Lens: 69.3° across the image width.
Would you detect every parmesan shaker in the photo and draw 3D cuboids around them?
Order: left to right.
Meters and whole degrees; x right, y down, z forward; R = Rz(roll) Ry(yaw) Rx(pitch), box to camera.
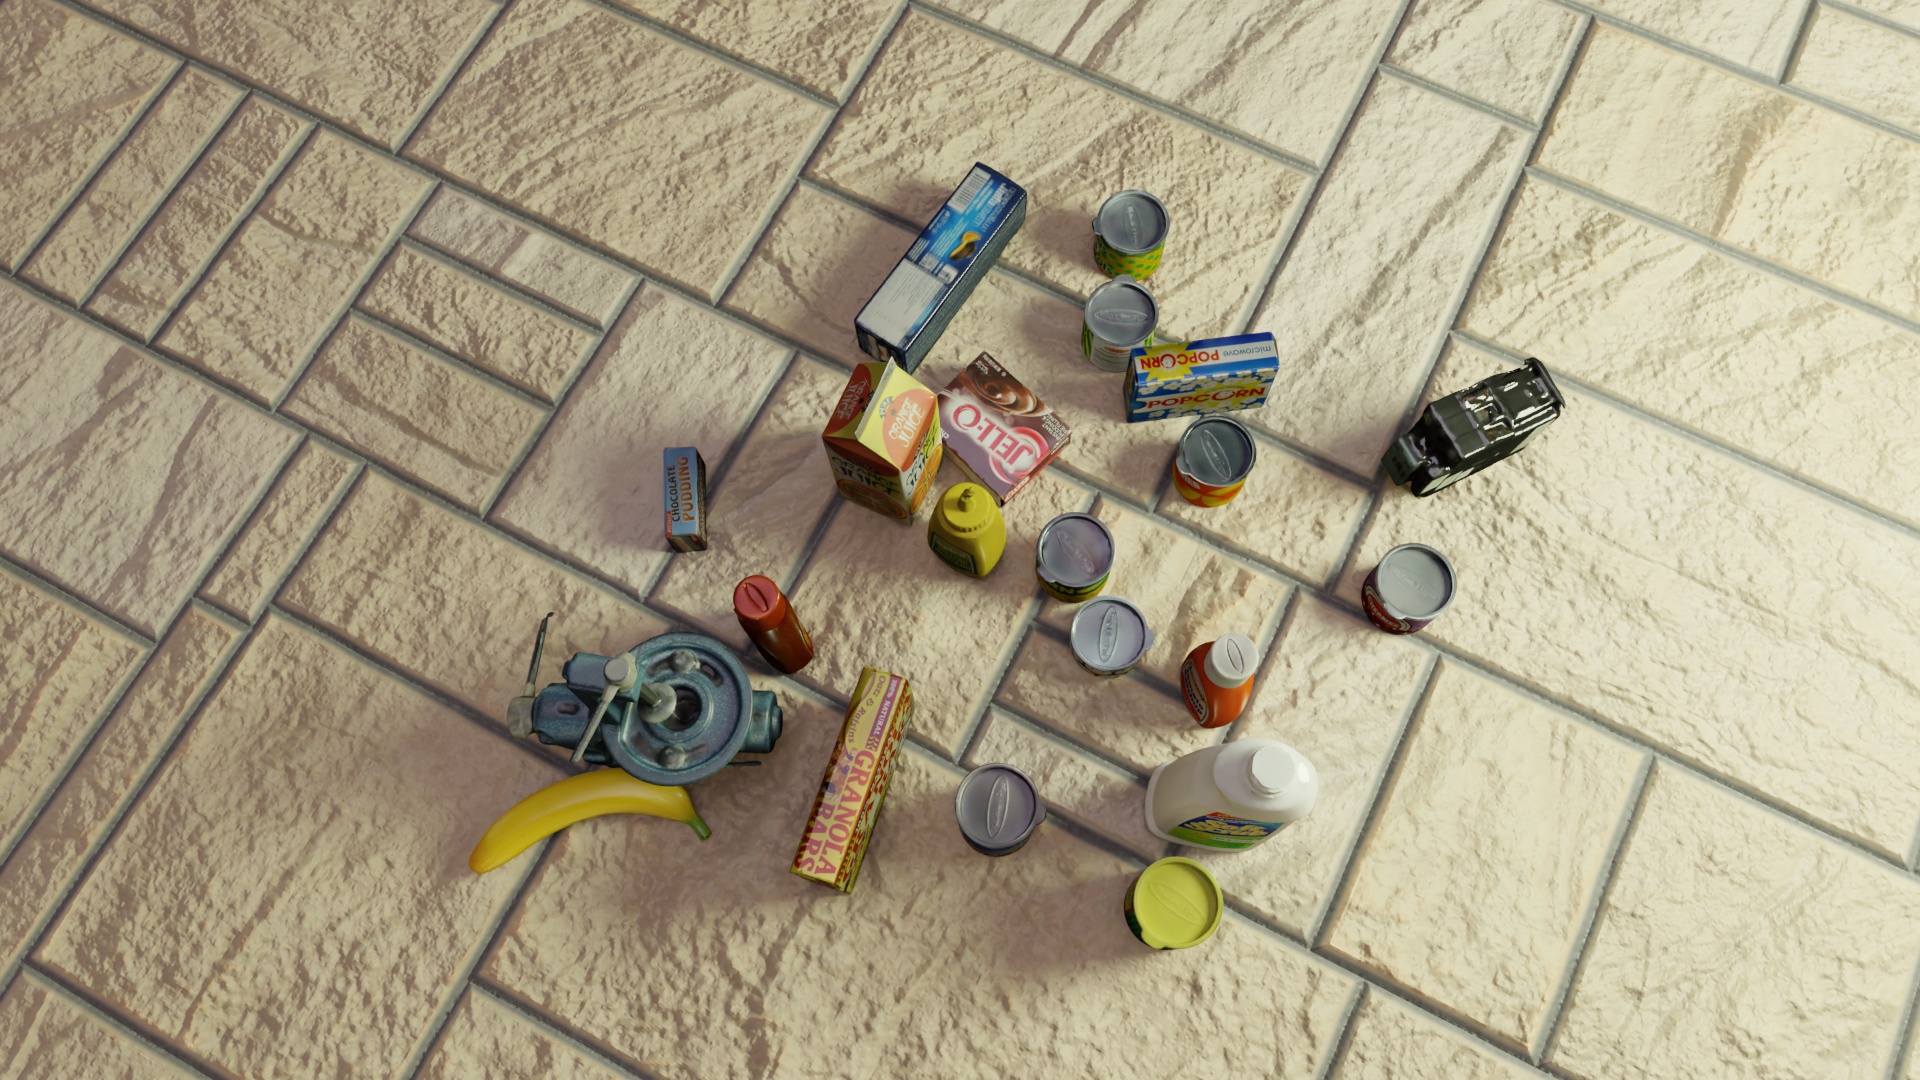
[{"bbox_3d":[0.161,0.285,1.077,0.071,0.102,0.071,0,72,1],"label":"parmesan shaker"}]

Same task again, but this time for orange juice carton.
[{"bbox_3d":[-0.064,-0.083,1.155,0.073,0.192,0.072,23,75,8],"label":"orange juice carton"}]

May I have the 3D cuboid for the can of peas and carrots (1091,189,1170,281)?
[{"bbox_3d":[0.155,-0.280,1.284,0.071,0.058,0.071,0,72,1],"label":"can of peas and carrots"}]

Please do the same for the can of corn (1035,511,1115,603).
[{"bbox_3d":[0.095,0.017,1.189,0.071,0.058,0.071,0,72,1],"label":"can of corn"}]

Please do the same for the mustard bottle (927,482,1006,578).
[{"bbox_3d":[0.004,-0.014,1.148,0.065,0.159,0.049,30,76,10],"label":"mustard bottle"}]

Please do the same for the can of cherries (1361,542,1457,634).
[{"bbox_3d":[0.376,0.043,1.174,0.071,0.058,0.071,0,72,1],"label":"can of cherries"}]

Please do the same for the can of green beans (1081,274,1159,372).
[{"bbox_3d":[0.144,-0.193,1.257,0.071,0.057,0.071,0,72,1],"label":"can of green beans"}]

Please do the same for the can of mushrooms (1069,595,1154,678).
[{"bbox_3d":[0.128,0.083,1.180,0.071,0.033,0.071,0,72,1],"label":"can of mushrooms"}]

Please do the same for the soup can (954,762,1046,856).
[{"bbox_3d":[0.032,0.218,1.112,0.071,0.083,0.071,0,72,1],"label":"soup can"}]

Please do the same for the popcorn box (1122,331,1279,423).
[{"bbox_3d":[0.210,-0.143,1.224,0.127,0.085,0.038,-7,72,-1],"label":"popcorn box"}]

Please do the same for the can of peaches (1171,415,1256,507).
[{"bbox_3d":[0.218,-0.067,1.214,0.071,0.058,0.071,0,72,1],"label":"can of peaches"}]

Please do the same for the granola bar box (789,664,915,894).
[{"bbox_3d":[-0.081,0.193,1.101,0.039,0.124,0.166,17,73,7],"label":"granola bar box"}]

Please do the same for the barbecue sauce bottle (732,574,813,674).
[{"bbox_3d":[-0.155,0.065,1.132,0.044,0.148,0.065,-36,75,-9],"label":"barbecue sauce bottle"}]

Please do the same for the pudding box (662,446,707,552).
[{"bbox_3d":[-0.242,-0.036,1.219,0.030,0.049,0.084,-5,72,0],"label":"pudding box"}]

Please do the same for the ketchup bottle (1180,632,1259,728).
[{"bbox_3d":[0.208,0.108,1.109,0.043,0.148,0.065,-16,73,-4],"label":"ketchup bottle"}]
